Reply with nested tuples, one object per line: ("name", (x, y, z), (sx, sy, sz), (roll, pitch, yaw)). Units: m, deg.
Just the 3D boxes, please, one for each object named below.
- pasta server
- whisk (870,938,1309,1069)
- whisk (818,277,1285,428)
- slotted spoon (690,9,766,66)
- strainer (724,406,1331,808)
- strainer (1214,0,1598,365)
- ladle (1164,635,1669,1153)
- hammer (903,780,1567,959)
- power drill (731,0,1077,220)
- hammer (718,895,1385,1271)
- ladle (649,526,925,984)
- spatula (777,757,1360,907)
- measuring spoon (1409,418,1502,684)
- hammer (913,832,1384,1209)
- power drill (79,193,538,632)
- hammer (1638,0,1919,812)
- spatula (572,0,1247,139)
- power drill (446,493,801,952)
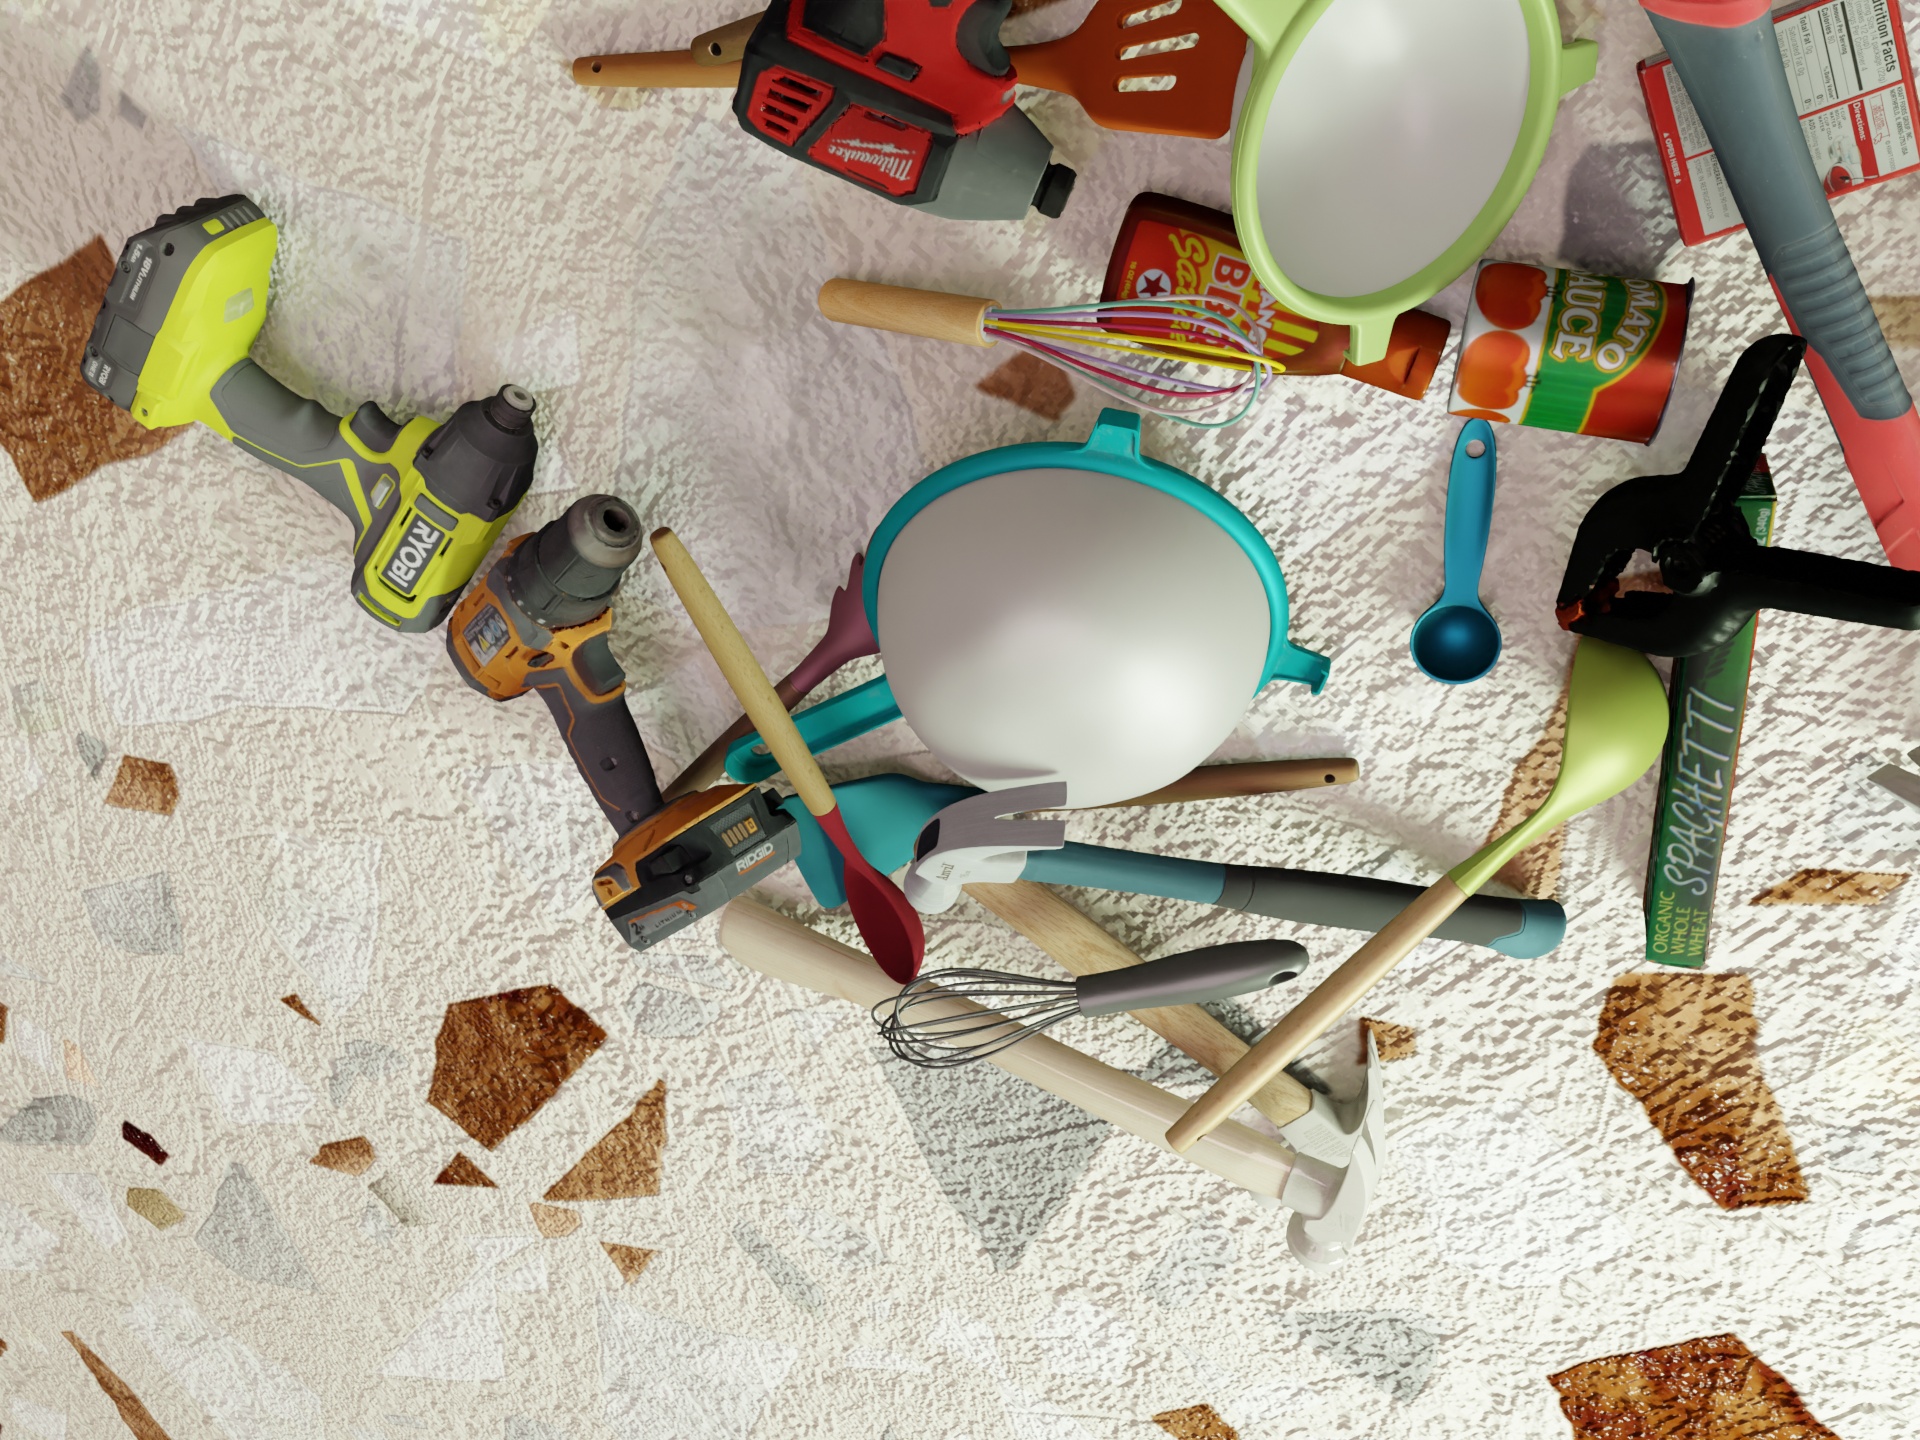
("pasta server", (-0.102, -0.012, 0.901), (0.060, 0.040, 0.316), (44, 128, -9))
("whisk", (0.065, 0.144, 0.842), (0.239, 0.055, 0.055), (-13, 115, 15))
("whisk", (0.033, -0.172, 0.710), (0.245, 0.047, 0.051), (19, 129, 34))
("slotted spoon", (0.022, -0.314, 0.647), (0.314, 0.031, 0.070), (-5, 122, 25))
("strainer", (-0.001, -0.003, 0.795), (0.340, 0.095, 0.210), (-23, 129, 32))
("strainer", (0.118, -0.255, 0.595), (0.256, 0.069, 0.151), (23, 109, -39))
("ladle", (0.207, 0.087, 0.755), (0.320, 0.078, 0.062), (-45, 62, 10))
("hammer", (0.142, 0.085, 0.806), (0.331, 0.033, 0.128), (8, 154, -7))
("power drill", (0.005, -0.293, 0.597), (0.143, 0.079, 0.219), (23, 136, -4))
("hammer", (0.038, 0.186, 0.912), (0.411, 0.038, 0.146), (21, 143, 19))
("ladle", (-0.083, 0.027, 0.818), (0.069, 0.031, 0.315), (29, 153, 47))
("spatula", (0.056, 0.049, 0.869), (0.317, 0.044, 0.082), (-7, 122, 22))
("measuring spoon", (0.237, -0.080, 0.748), (0.042, 0.021, 0.128), (6, 112, 17))
("hammer", (0.111, 0.157, 0.900), (0.331, 0.031, 0.130), (39, 122, -15))
("power drill", (-0.342, -0.170, 0.863), (0.223, 0.080, 0.171), (38, 125, -10))
("hammer", (0.350, -0.113, 0.623), (0.038, 0.143, 0.386), (-31, 104, 1))
("spatula", (-0.032, -0.292, 0.698), (0.323, 0.041, 0.081), (6, 98, 18))
("power drill", (-0.179, -0.002, 0.859), (0.185, 0.084, 0.226), (-32, 90, 49))
